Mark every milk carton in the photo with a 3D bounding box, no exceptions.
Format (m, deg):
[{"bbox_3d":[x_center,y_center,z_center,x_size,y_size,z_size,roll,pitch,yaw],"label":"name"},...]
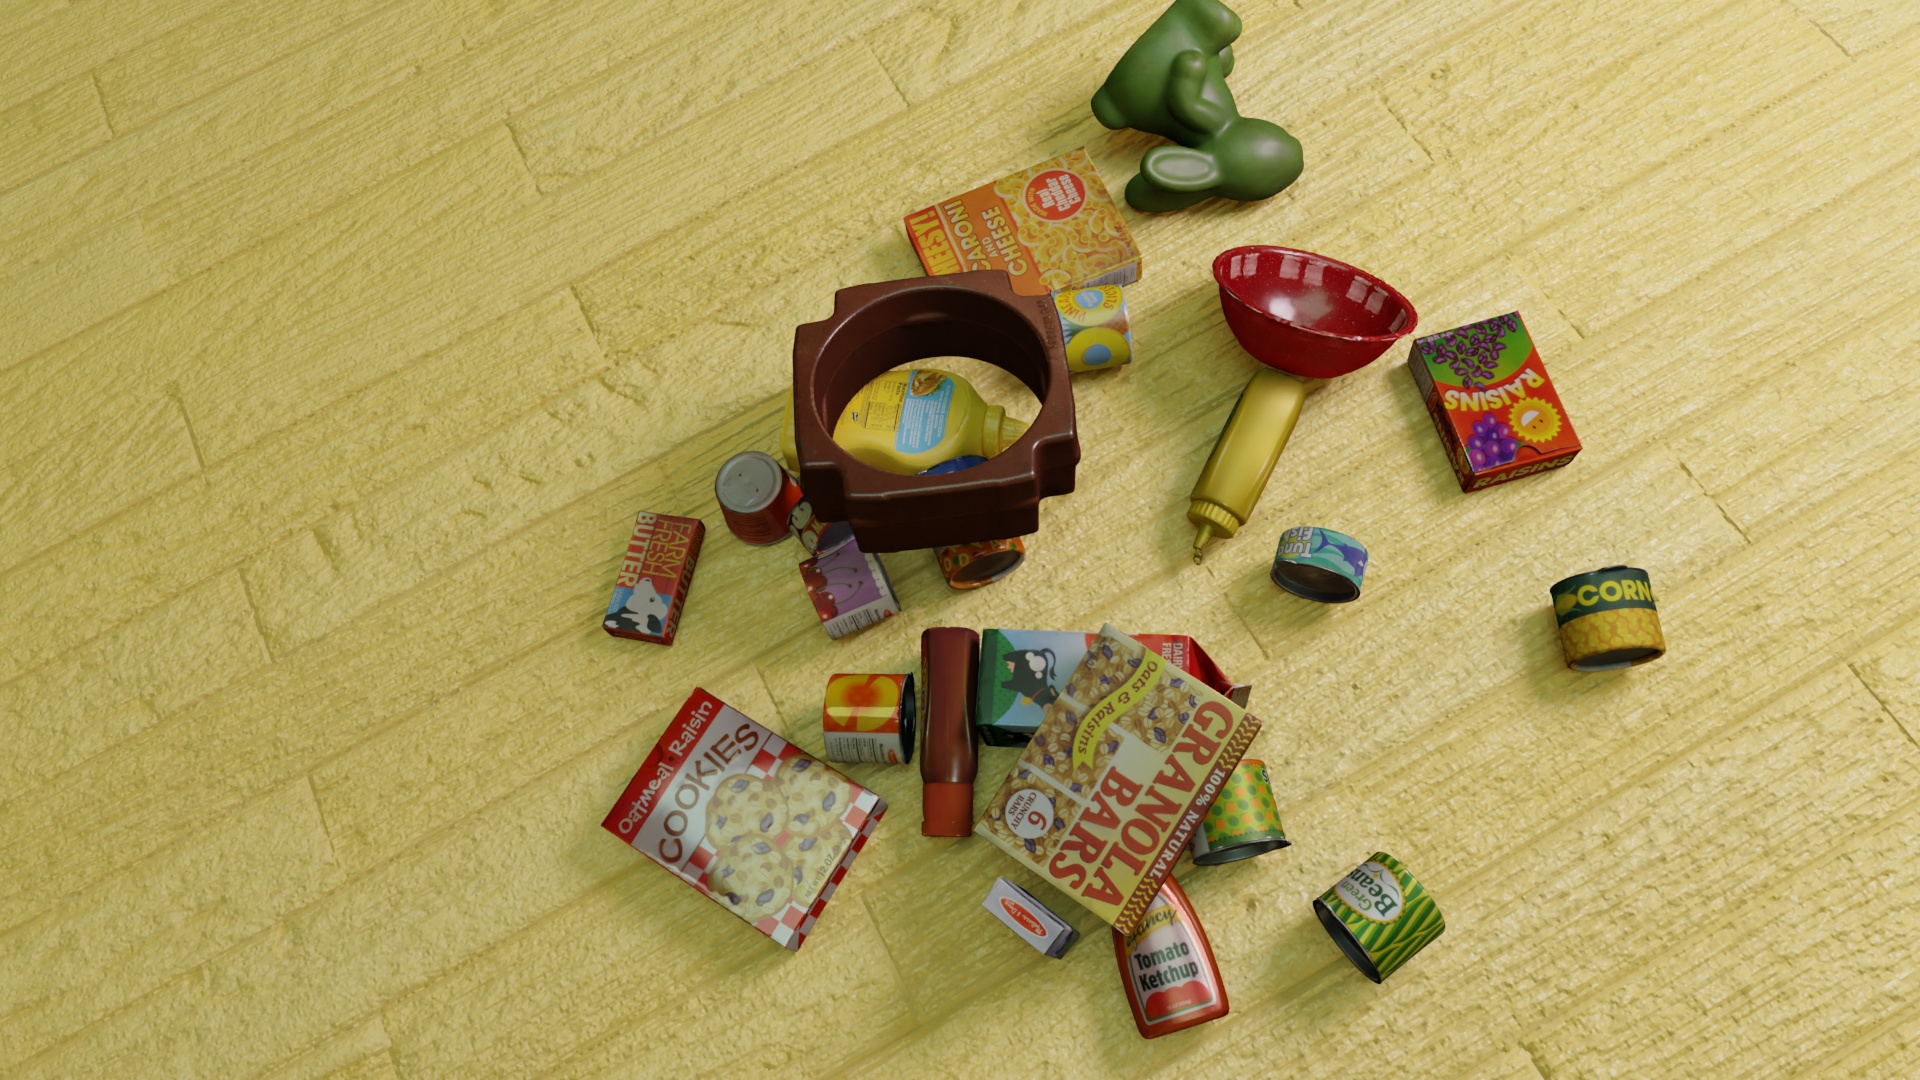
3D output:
[{"bbox_3d":[0.111,0.110,1.000,0.191,0.072,0.073,2,69,7],"label":"milk carton"}]

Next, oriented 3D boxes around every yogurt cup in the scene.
[{"bbox_3d":[-0.161,-0.036,1.102,0.072,0.053,0.072,-3,68,7],"label":"yogurt cup"}]

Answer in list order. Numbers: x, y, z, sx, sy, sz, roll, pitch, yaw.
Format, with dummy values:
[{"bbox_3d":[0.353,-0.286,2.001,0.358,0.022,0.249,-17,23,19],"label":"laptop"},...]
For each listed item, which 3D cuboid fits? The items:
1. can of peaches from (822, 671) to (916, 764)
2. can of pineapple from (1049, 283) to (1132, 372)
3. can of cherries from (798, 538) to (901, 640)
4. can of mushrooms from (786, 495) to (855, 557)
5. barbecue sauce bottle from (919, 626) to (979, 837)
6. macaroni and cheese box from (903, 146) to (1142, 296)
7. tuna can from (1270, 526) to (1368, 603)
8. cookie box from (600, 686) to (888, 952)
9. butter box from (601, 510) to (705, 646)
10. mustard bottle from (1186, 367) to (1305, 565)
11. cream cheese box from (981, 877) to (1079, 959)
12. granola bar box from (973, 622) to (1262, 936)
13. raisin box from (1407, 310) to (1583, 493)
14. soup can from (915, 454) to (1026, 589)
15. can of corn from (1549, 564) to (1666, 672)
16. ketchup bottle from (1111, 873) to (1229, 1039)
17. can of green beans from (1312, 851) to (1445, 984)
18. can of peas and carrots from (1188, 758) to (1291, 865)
[{"bbox_3d":[-0.066,0.128,1.019,0.058,0.071,0.071,-1,68,7],"label":"can of peaches"},{"bbox_3d":[0.104,-0.172,1.116,0.058,0.070,0.071,-9,68,3],"label":"can of pineapple"},{"bbox_3d":[-0.085,0.033,1.059,0.058,0.071,0.071,-24,67,-1],"label":"can of cherries"},{"bbox_3d":[-0.099,-0.020,1.079,0.071,0.071,0.033,-40,71,-9],"label":"can of mushrooms"},{"bbox_3d":[-0.008,0.140,1.010,0.044,0.064,0.149,0,77,3],"label":"barbecue sauce bottle"},{"bbox_3d":[0.052,-0.245,1.168,0.166,0.040,0.124,-22,67,-3],"label":"macaroni and cheese box"},{"bbox_3d":[0.262,0.017,1.020,0.071,0.071,0.033,15,70,13],"label":"tuna can"},{"bbox_3d":[-0.157,0.200,1.013,0.167,0.040,0.123,28,74,17],"label":"cookie box"},{"bbox_3d":[-0.242,0.029,1.102,0.053,0.024,0.104,9,69,11],"label":"butter box"},{"bbox_3d":[0.211,-0.053,1.060,0.049,0.065,0.160,26,77,12],"label":"mustard bottle"},{"bbox_3d":[0.048,0.254,0.932,0.053,0.103,0.024,36,81,19],"label":"cream cheese box"},{"bbox_3d":[0.106,0.157,0.930,0.124,0.039,0.165,32,89,12],"label":"granola bar box"},{"bbox_3d":[0.409,-0.107,1.069,0.086,0.040,0.124,-15,68,0],"label":"raisin box"},{"bbox_3d":[0.004,-0.013,1.064,0.071,0.071,0.084,-21,68,-2],"label":"soup can"},{"bbox_3d":[0.457,0.056,0.980,0.071,0.071,0.058,-5,69,5],"label":"can of corn"},{"bbox_3d":[0.131,0.259,0.953,0.065,0.043,0.149,-19,66,6],"label":"ketchup bottle"},{"bbox_3d":[0.279,0.250,0.925,0.058,0.071,0.071,-36,69,-8],"label":"can of green beans"},{"bbox_3d":[0.189,0.188,0.963,0.071,0.070,0.059,-12,67,2],"label":"can of peas and carrots"}]
